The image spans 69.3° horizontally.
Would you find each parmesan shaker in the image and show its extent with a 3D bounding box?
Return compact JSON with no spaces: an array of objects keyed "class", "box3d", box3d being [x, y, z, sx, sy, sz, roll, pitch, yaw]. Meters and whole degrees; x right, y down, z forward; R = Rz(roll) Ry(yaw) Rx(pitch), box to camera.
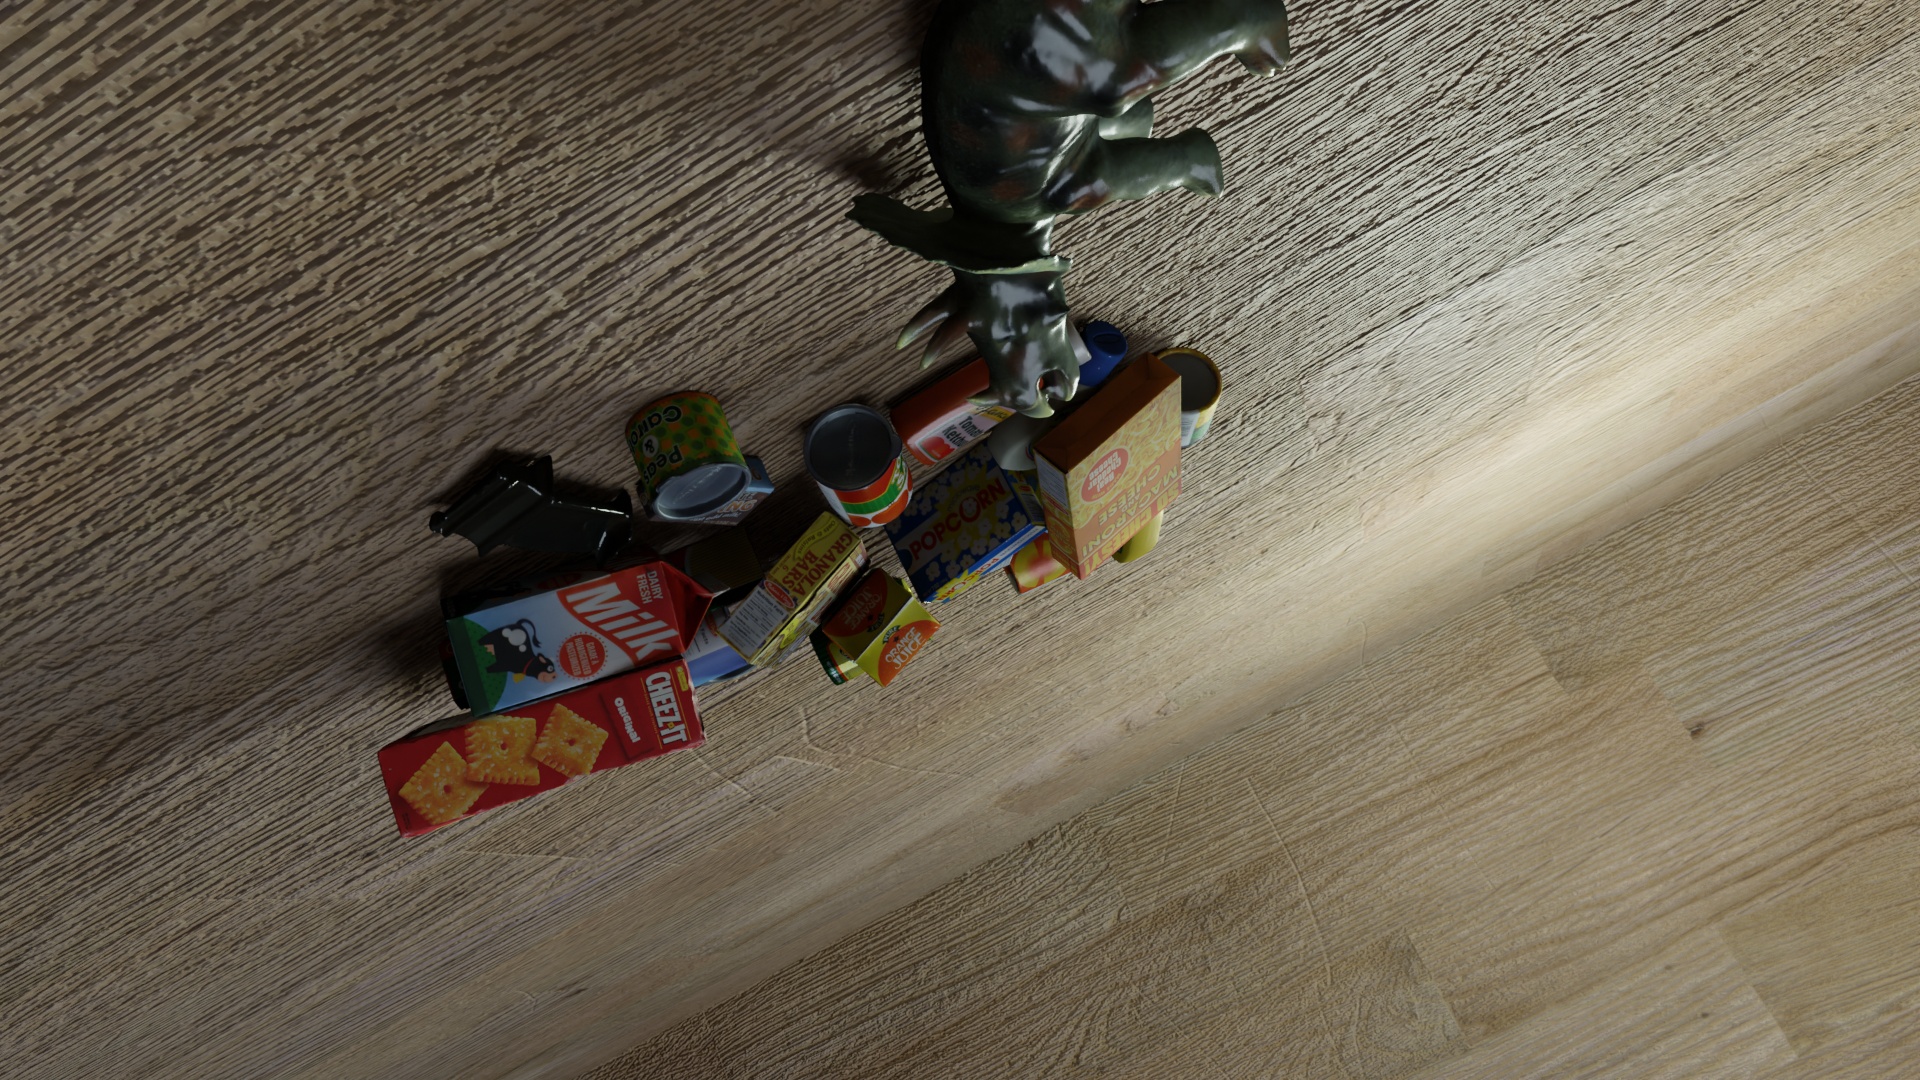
[{"class":"parmesan shaker","box3d":[-0.086,0.090,1.333,0.103,0.071,0.071,-27,159,2]}]

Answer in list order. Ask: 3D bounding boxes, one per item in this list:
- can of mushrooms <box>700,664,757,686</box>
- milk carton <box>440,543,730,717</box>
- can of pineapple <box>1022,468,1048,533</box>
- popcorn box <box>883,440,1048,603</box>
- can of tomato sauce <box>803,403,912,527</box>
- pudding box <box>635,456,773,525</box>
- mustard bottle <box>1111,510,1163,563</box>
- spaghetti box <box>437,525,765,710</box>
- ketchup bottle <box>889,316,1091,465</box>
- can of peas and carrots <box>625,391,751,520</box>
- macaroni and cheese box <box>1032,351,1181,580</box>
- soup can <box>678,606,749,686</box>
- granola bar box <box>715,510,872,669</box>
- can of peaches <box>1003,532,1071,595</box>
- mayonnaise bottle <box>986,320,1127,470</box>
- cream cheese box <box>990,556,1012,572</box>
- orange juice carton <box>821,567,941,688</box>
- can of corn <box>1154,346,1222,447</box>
[{"class":"can of mushrooms","box3d":[-0.214,0.101,1.261,0.071,0.033,0.070,-23,160,-9]},{"class":"milk carton","box3d":[-0.264,0.055,0.994,0.191,0.073,0.072,-17,-164,-21]},{"class":"can of pineapple","box3d":[0.090,-0.045,1.211,0.071,0.058,0.070,-9,145,-7]},{"class":"popcorn box","box3d":[0.004,-0.015,1.168,0.126,0.085,0.038,-37,158,25]},{"class":"can of tomato sauce","box3d":[-0.071,-0.053,1.014,0.071,0.071,0.083,-26,160,-2]},{"class":"pudding box","box3d":[-0.179,-0.037,0.978,0.049,0.030,0.084,-40,156,29]},{"class":"mustard bottle","box3d":[0.166,-0.038,1.342,0.049,0.065,0.159,-26,154,-15]},{"class":"spaghetti box","box3d":[-0.273,0.059,1.067,0.250,0.050,0.028,-22,157,-11]},{"class":"ketchup bottle","box3d":[0.023,-0.112,1.020,0.148,0.043,0.064,-31,158,10]},{"class":"can of peas and carrots","box3d":[-0.178,-0.054,0.897,0.071,0.059,0.070,-22,158,-9]},{"class":"macaroni and cheese box","box3d":[0.121,-0.056,1.109,0.124,0.040,0.165,-40,152,-15]},{"class":"soup can","box3d":[-0.229,0.092,1.173,0.084,0.071,0.071,-23,159,-7]},{"class":"granola bar box","box3d":[-0.127,0.044,1.103,0.124,0.039,0.165,-48,176,-6]},{"class":"can of peaches","box3d":[0.069,0.011,1.337,0.058,0.071,0.071,-24,159,-5]},{"class":"mayonnaise bottle","box3d":[0.078,-0.112,1.086,0.065,0.041,0.147,-12,155,-35]},{"class":"cream cheese box","box3d":[0.031,-0.017,1.240,0.024,0.053,0.103,-21,159,-19]},{"class":"orange juice carton","box3d":[-0.070,0.072,1.189,0.072,0.073,0.192,-47,-177,-5]},{"class":"can of corn","box3d":[0.182,-0.121,1.156,0.071,0.071,0.058,-22,158,-10]}]
